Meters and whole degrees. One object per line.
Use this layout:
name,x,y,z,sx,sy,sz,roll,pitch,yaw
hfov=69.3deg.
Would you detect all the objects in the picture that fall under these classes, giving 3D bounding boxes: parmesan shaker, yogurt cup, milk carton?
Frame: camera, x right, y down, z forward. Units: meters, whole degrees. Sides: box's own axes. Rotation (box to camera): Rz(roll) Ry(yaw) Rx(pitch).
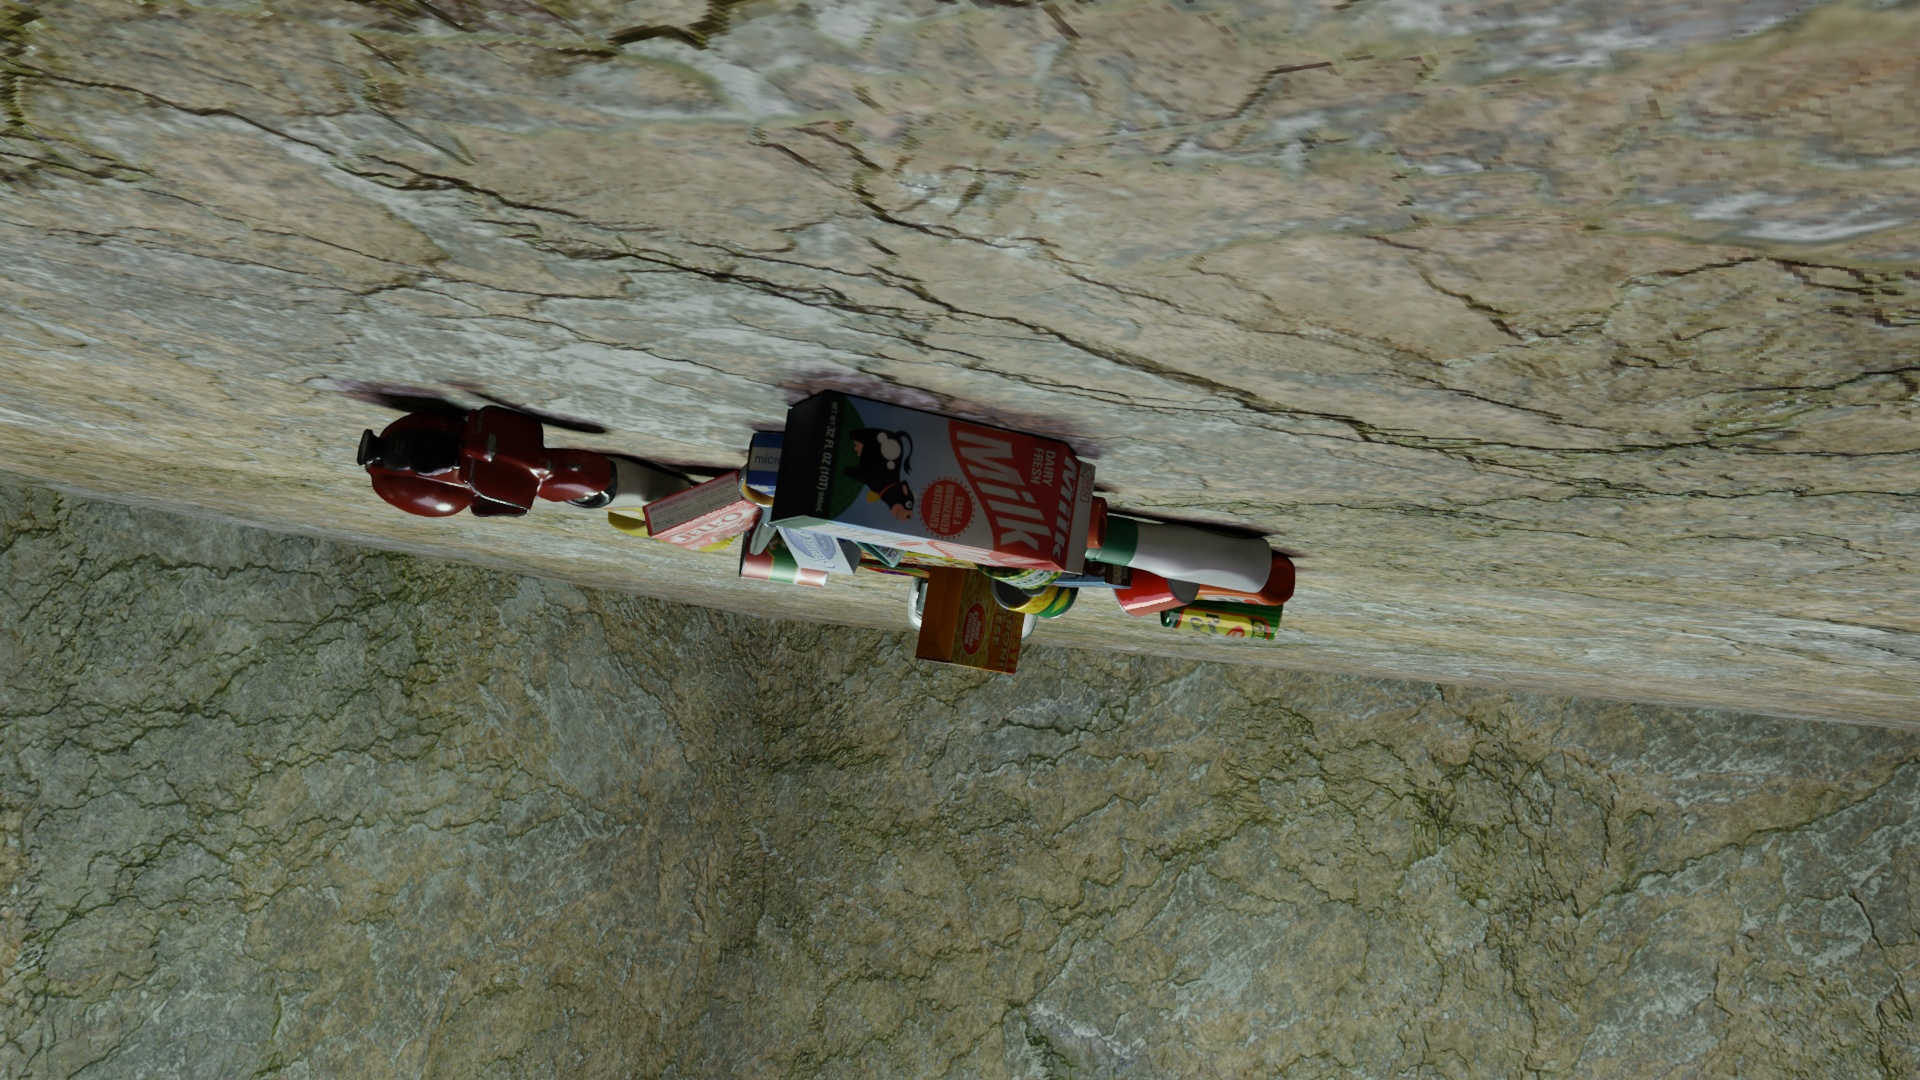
parmesan shaker,0.242,0.055,1.293,0.103,0.071,0.071,7,173,1
yogurt cup,0.166,0.029,1.173,0.054,0.072,0.072,-9,164,40
milk carton,-0.006,-0.029,0.812,0.191,0.072,0.073,11,172,-24

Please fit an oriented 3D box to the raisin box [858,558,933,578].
raisin box,-0.059,0.012,1.359,0.086,0.040,0.123,5,174,20

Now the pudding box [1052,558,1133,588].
pudding box,0.108,0.015,1.162,0.030,0.049,0.083,10,173,-33

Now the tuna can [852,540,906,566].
tuna can,-0.067,-0.010,1.093,0.071,0.033,0.071,36,172,6

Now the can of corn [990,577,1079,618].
can of corn,0.073,0.037,1.345,0.071,0.071,0.058,1,170,43

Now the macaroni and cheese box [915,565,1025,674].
macaroni and cheese box,0.017,0.065,1.378,0.040,0.124,0.166,7,174,25

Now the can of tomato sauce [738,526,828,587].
can of tomato sauce,-0.169,0.007,1.351,0.083,0.071,0.071,8,173,-12

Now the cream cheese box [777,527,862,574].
cream cheese box,-0.121,-0.011,1.139,0.053,0.024,0.103,7,148,19

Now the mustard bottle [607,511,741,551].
mustard bottle,-0.252,-0.017,1.289,0.065,0.049,0.160,7,174,32

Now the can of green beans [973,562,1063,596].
can of green beans,0.044,0.001,1.038,0.071,0.071,0.058,4,172,24

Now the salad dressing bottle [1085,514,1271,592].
salad dressing bottle,0.164,0.007,1.071,0.148,0.044,0.064,10,175,-14

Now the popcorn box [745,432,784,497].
popcorn box,-0.066,-0.042,0.915,0.127,0.038,0.085,5,172,21

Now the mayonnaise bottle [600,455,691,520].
mayonnaise bottle,-0.259,-0.037,1.159,0.065,0.041,0.148,-2,170,23

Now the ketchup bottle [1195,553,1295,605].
ketchup bottle,0.213,0.030,1.213,0.148,0.043,0.065,3,-179,41

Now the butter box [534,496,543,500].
butter box,-0.401,-0.052,1.258,0.053,0.024,0.103,12,172,-39

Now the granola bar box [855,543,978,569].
granola bar box,-0.038,-0.003,1.221,0.165,0.039,0.124,5,173,20

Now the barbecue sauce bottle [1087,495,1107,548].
barbecue sauce bottle,0.028,-0.019,0.983,0.148,0.044,0.065,5,172,16
